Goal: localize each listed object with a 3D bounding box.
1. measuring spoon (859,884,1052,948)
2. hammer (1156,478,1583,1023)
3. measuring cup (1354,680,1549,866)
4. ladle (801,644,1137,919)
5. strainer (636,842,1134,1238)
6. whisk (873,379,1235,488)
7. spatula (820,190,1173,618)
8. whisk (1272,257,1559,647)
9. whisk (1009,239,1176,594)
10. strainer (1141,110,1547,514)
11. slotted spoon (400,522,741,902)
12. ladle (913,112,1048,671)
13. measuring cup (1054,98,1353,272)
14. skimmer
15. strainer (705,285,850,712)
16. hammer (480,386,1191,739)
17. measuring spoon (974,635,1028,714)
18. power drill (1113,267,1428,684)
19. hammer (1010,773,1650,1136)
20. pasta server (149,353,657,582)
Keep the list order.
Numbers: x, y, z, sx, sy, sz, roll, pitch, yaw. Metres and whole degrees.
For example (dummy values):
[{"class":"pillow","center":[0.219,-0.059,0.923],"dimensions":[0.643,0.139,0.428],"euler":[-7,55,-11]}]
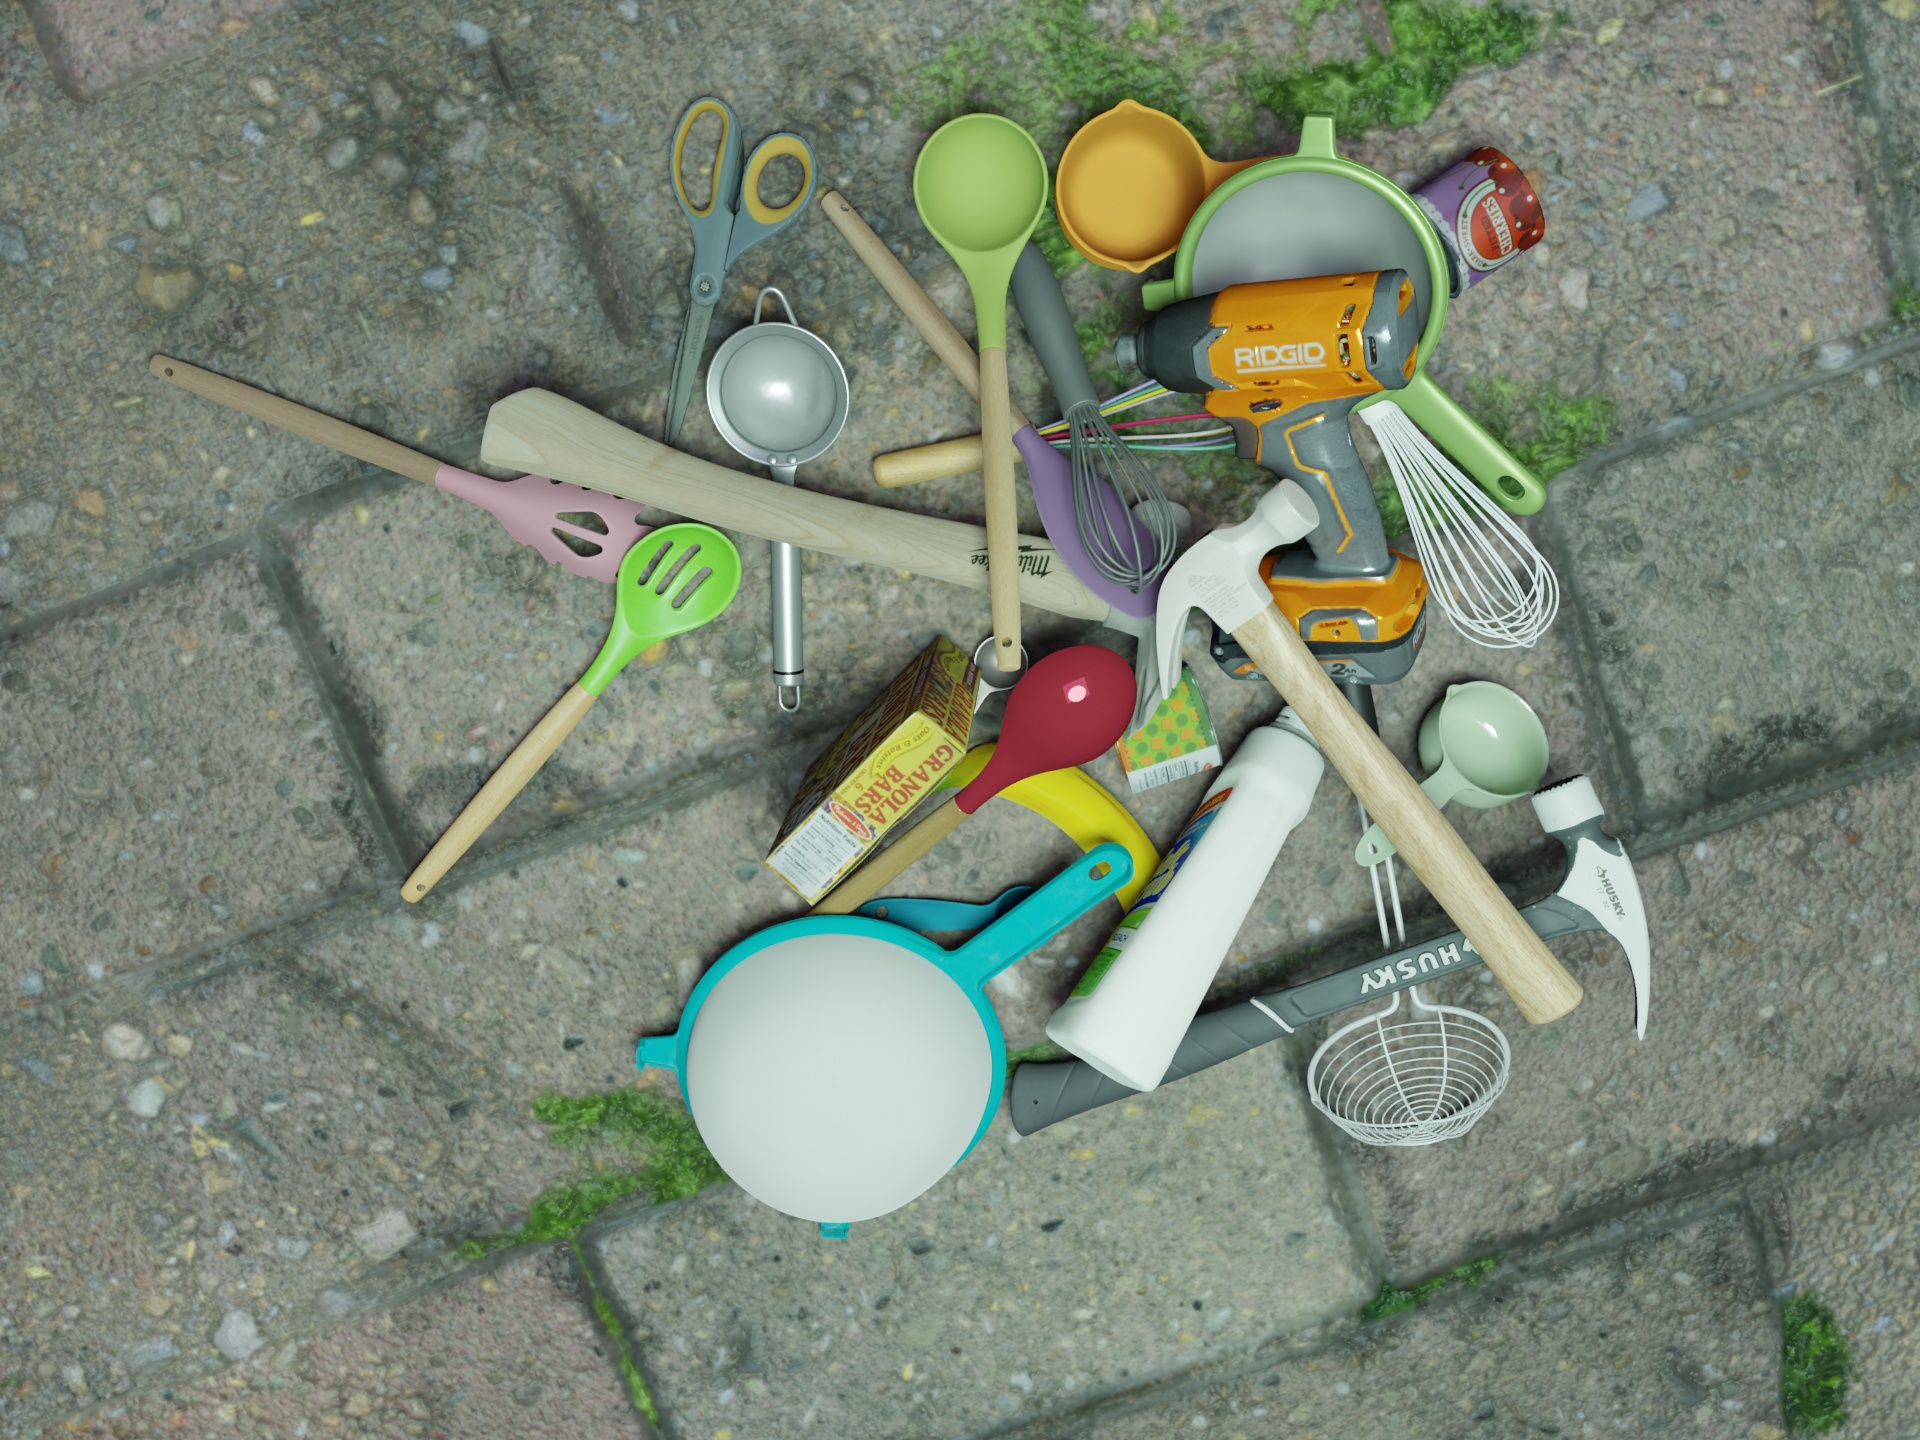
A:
[{"class":"measuring spoon","center":[-0.001,0.123,1.022],"dimensions":[0.128,0.021,0.042],"euler":[1,99,9]},{"class":"hammer","center":[0.229,0.033,0.880],"dimensions":[0.130,0.031,0.331],"euler":[-36,93,34]},{"class":"measuring cup","center":[0.286,0.042,0.962],"dimensions":[0.167,0.038,0.083],"euler":[-36,83,-24]},{"class":"ladle","center":[-0.016,0.062,0.947],"dimensions":[0.069,0.031,0.315],"euler":[38,122,-19]},{"class":"strainer","center":[-0.029,0.195,0.960],"dimensions":[0.340,0.095,0.211],"euler":[-39,106,16]},{"class":"whisk","center":[0.069,-0.170,0.961],"dimensions":[0.245,0.047,0.051],"euler":[-11,87,6]},{"class":"spatula","center":[0.017,-0.188,0.932],"dimensions":[0.060,0.018,0.316],"euler":[-35,84,-26]},{"class":"whisk","center":[0.267,-0.163,0.956],"dimensions":[0.070,0.070,0.284],"euler":[-35,94,5]},{"class":"whisk","center":[0.068,-0.180,0.912],"dimensions":[0.055,0.055,0.239],"euler":[-19,71,3]},{"class":"strainer","center":[0.240,-0.217,0.897],"dimensions":[0.256,0.069,0.151],"euler":[40,135,-9]},{"class":"slotted spoon","center":[-0.249,-0.002,0.989],"dimensions":[0.070,0.031,0.313],"euler":[37,100,-30]},{"class":"ladle","center":[0.018,-0.187,0.894],"dimensions":[0.078,0.062,0.320],"euler":[-4,79,8]},{"class":"measuring cup","center":[0.140,-0.312,0.931],"dimensions":[0.173,0.052,0.095],"euler":[-5,99,-2]},{"class":"skimmer","center":[0.263,0.095,1.010],"dimensions":[0.127,0.090,0.363],"euler":[-10,89,7]},{"class":"strainer","center":[-0.108,-0.130,0.965],"dimensions":[0.087,0.050,0.258],"euler":[2,105,6]},{"class":"hammer","center":[-0.067,-0.103,0.913],"dimensions":[0.410,0.038,0.146],"euler":[13,69,-10]},{"class":"measuring spoon","center":[-0.002,-0.003,1.001],"dimensions":[0.034,0.018,0.124],"euler":[42,104,6]},{"class":"power drill","center":[0.178,-0.136,0.896],"dimensions":[0.164,0.084,0.226],"euler":[3,124,28]},{"class":"hammer","center":[0.211,0.177,0.965],"dimensions":[0.409,0.036,0.149],"euler":[-25,84,20]},{"class":"pasta server","center":[-0.338,-0.159,0.966],"dimensions":[0.316,0.040,0.060],"euler":[21,99,0]}]
